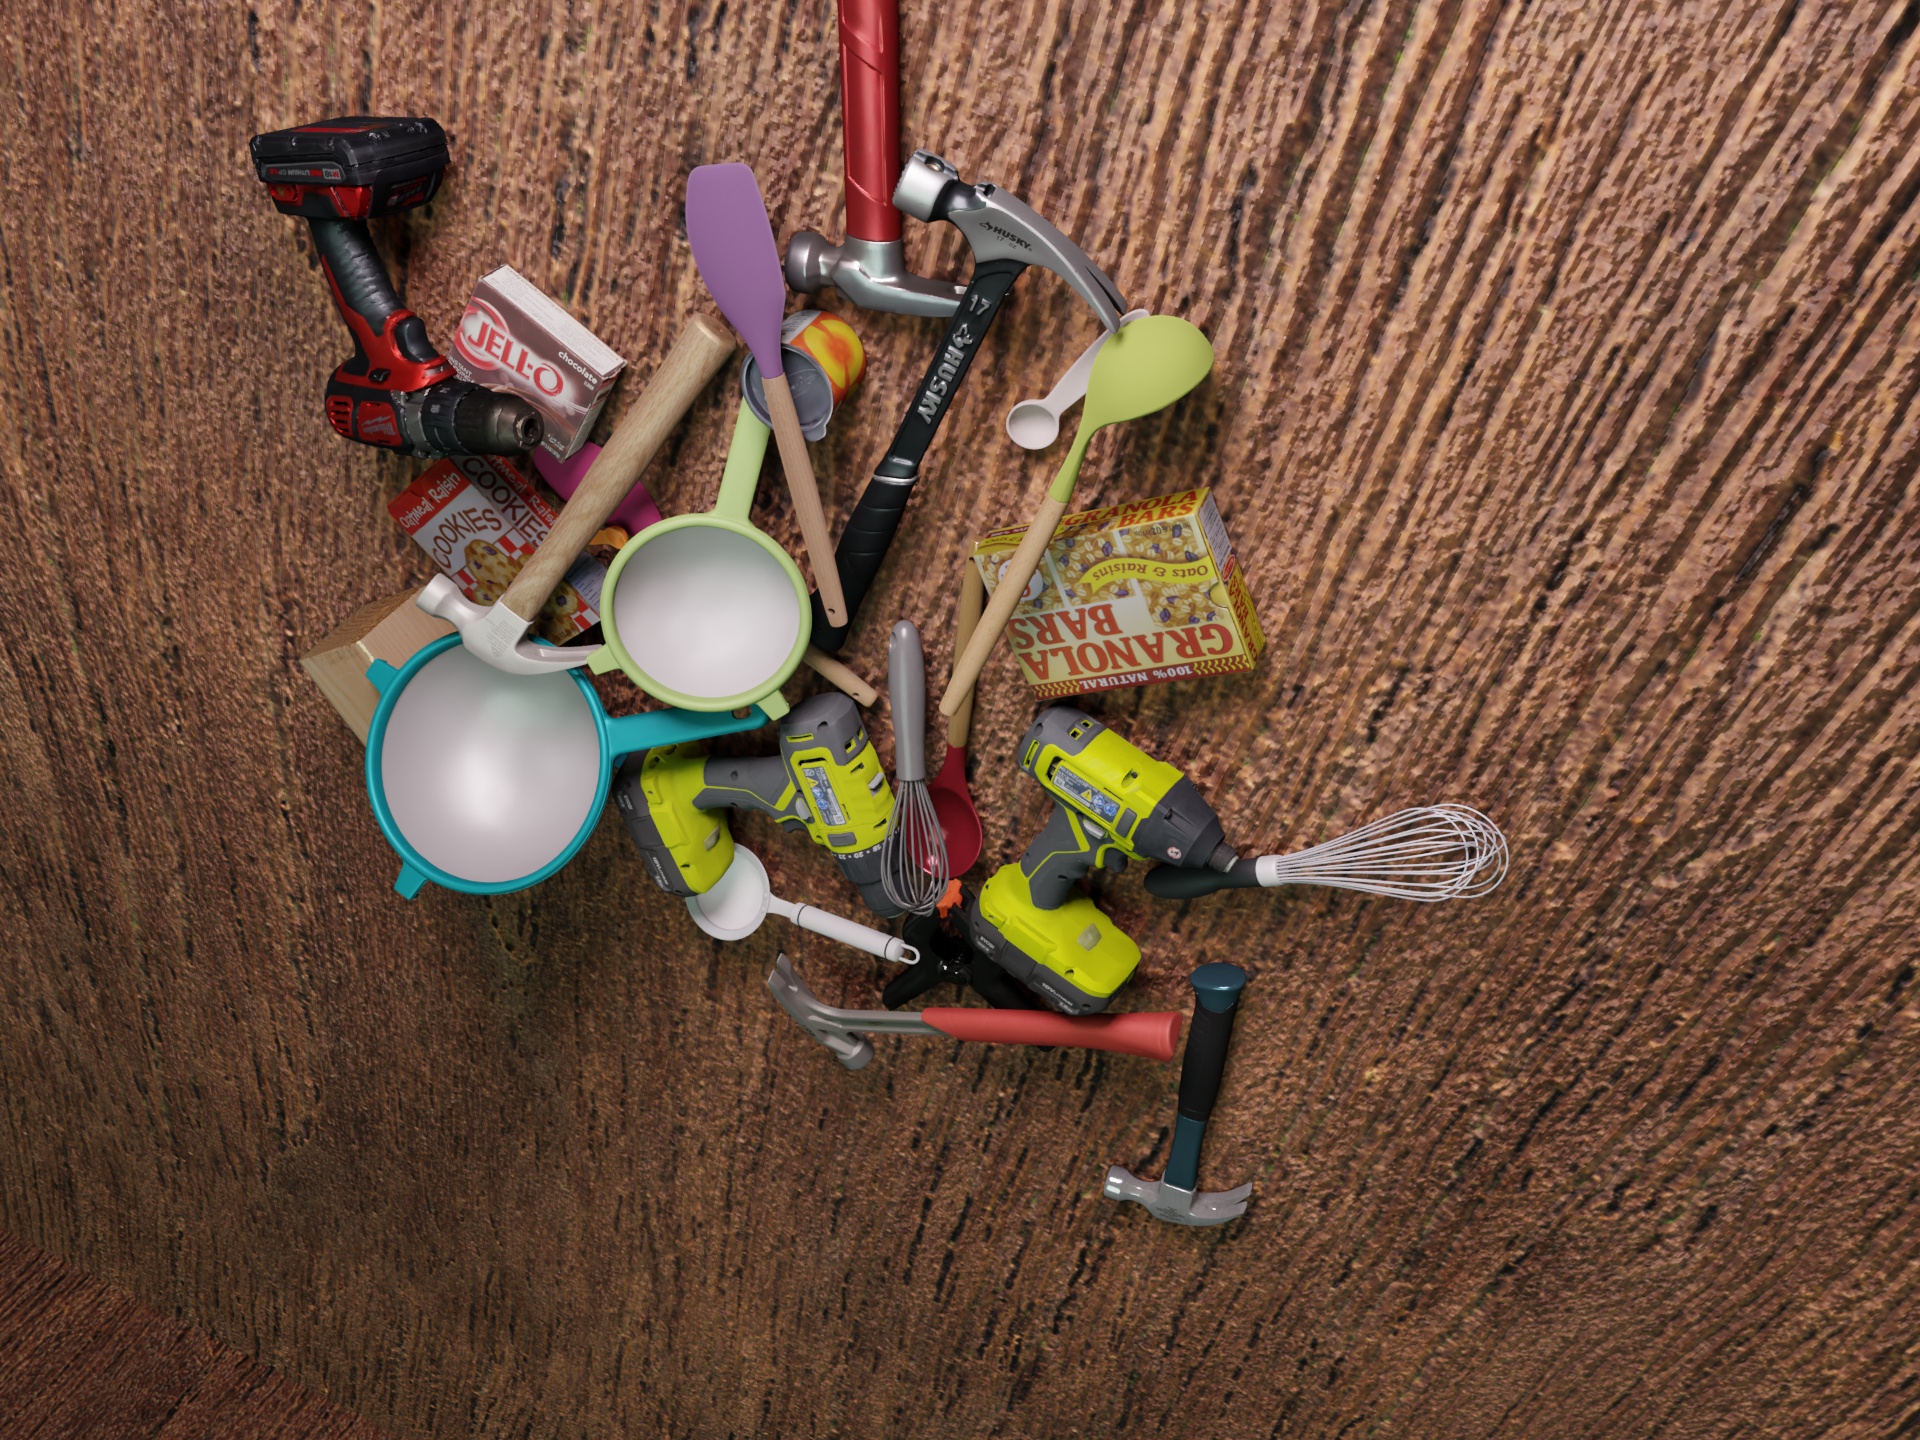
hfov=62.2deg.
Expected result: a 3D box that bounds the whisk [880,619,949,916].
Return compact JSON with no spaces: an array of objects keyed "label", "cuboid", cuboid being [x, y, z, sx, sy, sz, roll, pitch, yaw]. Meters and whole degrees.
[{"label":"whisk","cuboid":[-0.037,0.039,1.208,0.055,0.055,0.239,6,109,22]}]

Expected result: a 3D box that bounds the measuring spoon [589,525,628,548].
[{"label":"measuring spoon","cuboid":[-0.297,-0.147,1.227,0.117,0.011,0.021,10,137,35]}]

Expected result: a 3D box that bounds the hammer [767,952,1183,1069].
[{"label":"hammer","cuboid":[0.013,0.250,1.332,0.359,0.037,0.149,-4,137,32]}]

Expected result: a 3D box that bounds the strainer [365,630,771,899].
[{"label":"strainer","cuboid":[-0.301,0.021,1.272,0.340,0.095,0.211,-10,85,11]}]

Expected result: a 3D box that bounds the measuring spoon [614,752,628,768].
[{"label":"measuring spoon","cuboid":[-0.274,0.042,1.378,0.042,0.021,0.128,-28,120,36]}]

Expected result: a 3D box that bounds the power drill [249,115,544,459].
[{"label":"power drill","cuboid":[-0.375,-0.285,1.080,0.188,0.080,0.226,13,124,30]}]

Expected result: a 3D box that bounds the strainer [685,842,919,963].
[{"label":"strainer","cuboid":[-0.143,0.165,1.368,0.258,0.050,0.087,16,98,28]}]

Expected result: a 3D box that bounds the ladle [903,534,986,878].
[{"label":"ladle","cuboid":[-0.002,-0.004,1.199,0.069,0.031,0.315,20,130,16]}]

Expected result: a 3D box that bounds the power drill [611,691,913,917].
[{"label":"power drill","cuboid":[-0.154,0.081,1.298,0.228,0.080,0.190,-7,116,29]}]

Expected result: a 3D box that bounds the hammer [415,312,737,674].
[{"label":"hammer","cuboid":[-0.262,-0.156,1.144,0.130,0.031,0.331,38,118,-11]}]

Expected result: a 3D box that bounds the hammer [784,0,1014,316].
[{"label":"hammer","cuboid":[-0.038,-0.412,0.880,0.143,0.038,0.386,13,131,15]}]

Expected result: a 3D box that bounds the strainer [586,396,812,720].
[{"label":"strainer","cuboid":[-0.168,-0.133,1.145,0.151,0.069,0.256,14,111,-9]}]

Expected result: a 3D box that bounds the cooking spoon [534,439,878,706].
[{"label":"cooking spoon","cuboid":[-0.192,-0.111,1.209,0.319,0.017,0.068,37,133,-5]}]

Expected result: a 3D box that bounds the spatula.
[{"label":"spatula","cuboid":[-0.116,-0.198,1.022,0.060,0.018,0.315,3,125,25]}]

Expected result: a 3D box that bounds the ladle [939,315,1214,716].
[{"label":"ladle","cuboid":[0.063,-0.117,1.015,0.062,0.078,0.320,21,126,-10]}]

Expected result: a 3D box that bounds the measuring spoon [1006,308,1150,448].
[{"label":"measuring spoon","cuboid":[0.075,-0.218,1.001,0.034,0.018,0.124,36,127,-19]}]

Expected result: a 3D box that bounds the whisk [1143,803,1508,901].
[{"label":"whisk","cuboid":[0.254,0.106,1.147,0.284,0.070,0.070,-11,121,38]}]

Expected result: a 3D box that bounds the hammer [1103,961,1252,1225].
[{"label":"hammer","cuboid":[0.200,0.326,1.363,0.128,0.033,0.330,15,131,15]}]

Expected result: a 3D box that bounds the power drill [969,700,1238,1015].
[{"label":"power drill","cuboid":[0.102,0.113,1.192,0.171,0.080,0.223,35,134,16]}]

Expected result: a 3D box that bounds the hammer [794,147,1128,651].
[{"label":"hammer","cuboid":[-0.031,-0.173,1.043,0.149,0.036,0.408,27,140,-5]}]
